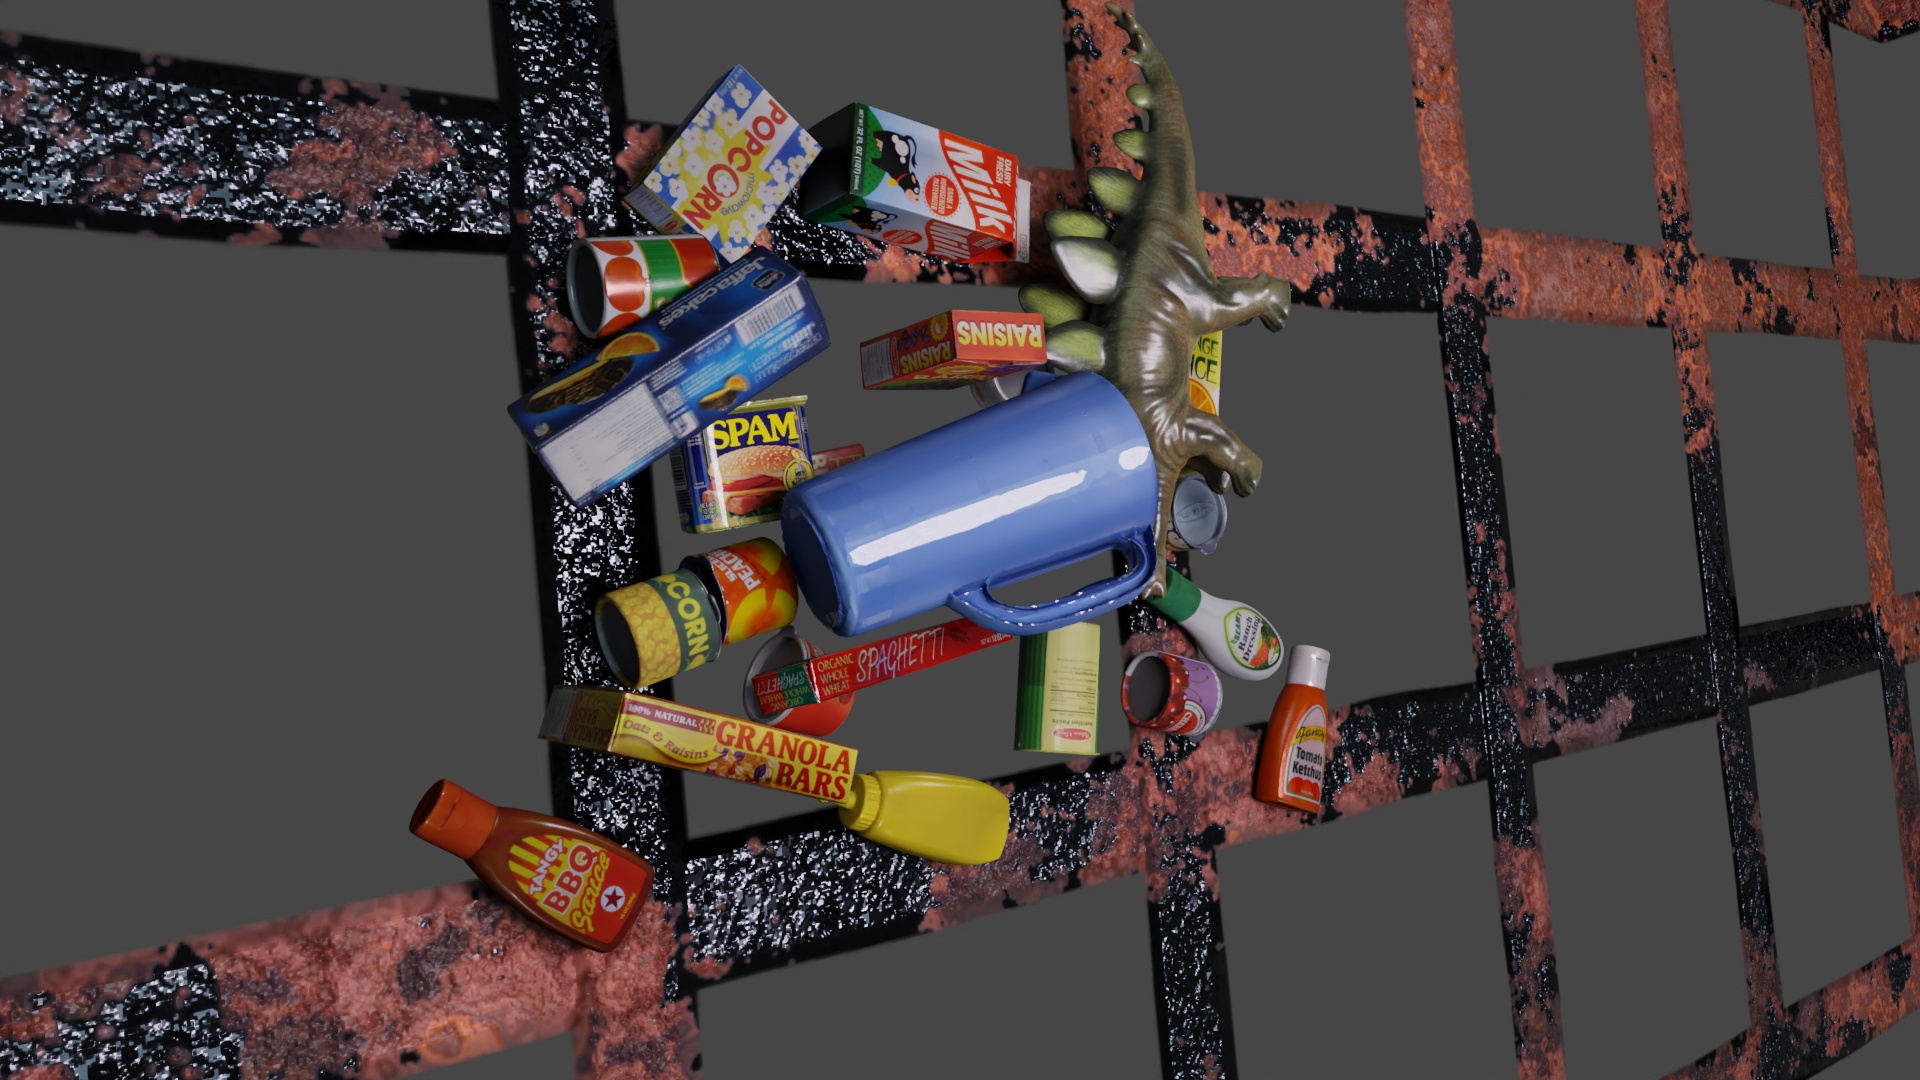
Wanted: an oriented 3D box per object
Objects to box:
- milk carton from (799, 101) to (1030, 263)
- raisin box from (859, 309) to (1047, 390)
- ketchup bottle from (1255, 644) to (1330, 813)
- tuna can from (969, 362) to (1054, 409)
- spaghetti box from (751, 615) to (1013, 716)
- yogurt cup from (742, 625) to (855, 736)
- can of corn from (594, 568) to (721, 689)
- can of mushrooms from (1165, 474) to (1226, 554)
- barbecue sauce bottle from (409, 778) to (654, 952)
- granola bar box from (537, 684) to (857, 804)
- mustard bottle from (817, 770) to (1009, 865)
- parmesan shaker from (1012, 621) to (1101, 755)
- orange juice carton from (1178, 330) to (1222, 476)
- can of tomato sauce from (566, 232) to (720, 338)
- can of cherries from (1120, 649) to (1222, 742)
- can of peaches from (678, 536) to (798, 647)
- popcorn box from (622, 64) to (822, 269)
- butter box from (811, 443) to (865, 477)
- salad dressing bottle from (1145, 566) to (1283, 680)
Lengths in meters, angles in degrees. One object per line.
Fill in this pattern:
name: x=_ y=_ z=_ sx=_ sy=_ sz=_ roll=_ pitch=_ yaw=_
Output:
milk carton: x=-0.021 y=-0.267 z=1.068 sx=0.191 sy=0.073 sz=0.072 roll=7 pitch=82 yaw=-35
raisin box: x=-0.007 y=-0.140 z=1.034 sx=0.086 sy=0.123 sz=0.040 roll=-3 pitch=87 yaw=-36
ketchup bottle: x=0.311 y=0.172 z=1.280 sx=0.065 sy=0.043 sz=0.149 roll=22 pitch=72 yaw=-32
tuna can: x=0.043 y=-0.136 z=1.125 sx=0.071 sy=0.033 sz=0.071 roll=4 pitch=84 yaw=-35
spaghetti box: x=-0.047 y=0.081 z=0.973 sx=0.251 sy=0.050 sz=0.028 roll=-11 pitch=85 yaw=-58
yogurt cup: x=-0.111 y=0.104 z=0.971 sx=0.054 sy=0.072 sz=0.072 roll=29 pitch=69 yaw=-39
can of corn: x=-0.197 y=0.057 z=0.908 sx=0.058 sy=0.071 sz=0.071 roll=-20 pitch=97 yaw=-35
can of mushrooms: x=0.201 y=-0.021 z=1.227 sx=0.071 sy=0.033 sz=0.071 roll=5 pitch=82 yaw=-36
barbecue sauce bottle: x=-0.266 y=0.198 z=0.860 sx=0.148 sy=0.043 sz=0.065 roll=37 pitch=66 yaw=-27
granola bar box: x=-0.167 y=0.129 z=0.889 sx=0.165 sy=0.124 sz=0.039 roll=20 pitch=76 yaw=-33
mustard bottle: x=-0.038 y=0.198 z=1.021 sx=0.160 sy=0.048 sz=0.065 roll=19 pitch=74 yaw=-32
parmesan shaker: x=0.080 y=0.117 z=1.104 sx=0.071 sy=0.071 sz=0.103 roll=10 pitch=79 yaw=-35
orange juice carton: x=0.174 y=-0.156 z=1.197 sx=0.072 sy=0.073 sz=0.193 roll=11 pitch=78 yaw=-33
can of tomato sauce: x=-0.210 y=-0.168 z=0.925 sx=0.083 sy=0.071 sz=0.071 roll=-11 pitch=92 yaw=-35
can of cherries: x=0.178 y=0.131 z=1.172 sx=0.058 sy=0.071 sz=0.071 roll=17 pitch=76 yaw=-33
can of peaches: x=-0.151 y=0.033 z=0.945 sx=0.058 sy=0.071 sz=0.071 roll=-16 pitch=95 yaw=-37
popcorn box: x=-0.166 y=-0.262 z=0.984 sx=0.085 sy=0.038 sz=0.127 roll=42 pitch=63 yaw=-25
butter box: x=-0.089 y=-0.017 z=1.023 sx=0.053 sy=0.024 sz=0.103 roll=-13 pitch=93 yaw=-35
salad dressing bottle: x=0.223 y=0.073 z=1.226 sx=0.147 sy=0.044 sz=0.064 roll=33 pitch=66 yaw=-29
